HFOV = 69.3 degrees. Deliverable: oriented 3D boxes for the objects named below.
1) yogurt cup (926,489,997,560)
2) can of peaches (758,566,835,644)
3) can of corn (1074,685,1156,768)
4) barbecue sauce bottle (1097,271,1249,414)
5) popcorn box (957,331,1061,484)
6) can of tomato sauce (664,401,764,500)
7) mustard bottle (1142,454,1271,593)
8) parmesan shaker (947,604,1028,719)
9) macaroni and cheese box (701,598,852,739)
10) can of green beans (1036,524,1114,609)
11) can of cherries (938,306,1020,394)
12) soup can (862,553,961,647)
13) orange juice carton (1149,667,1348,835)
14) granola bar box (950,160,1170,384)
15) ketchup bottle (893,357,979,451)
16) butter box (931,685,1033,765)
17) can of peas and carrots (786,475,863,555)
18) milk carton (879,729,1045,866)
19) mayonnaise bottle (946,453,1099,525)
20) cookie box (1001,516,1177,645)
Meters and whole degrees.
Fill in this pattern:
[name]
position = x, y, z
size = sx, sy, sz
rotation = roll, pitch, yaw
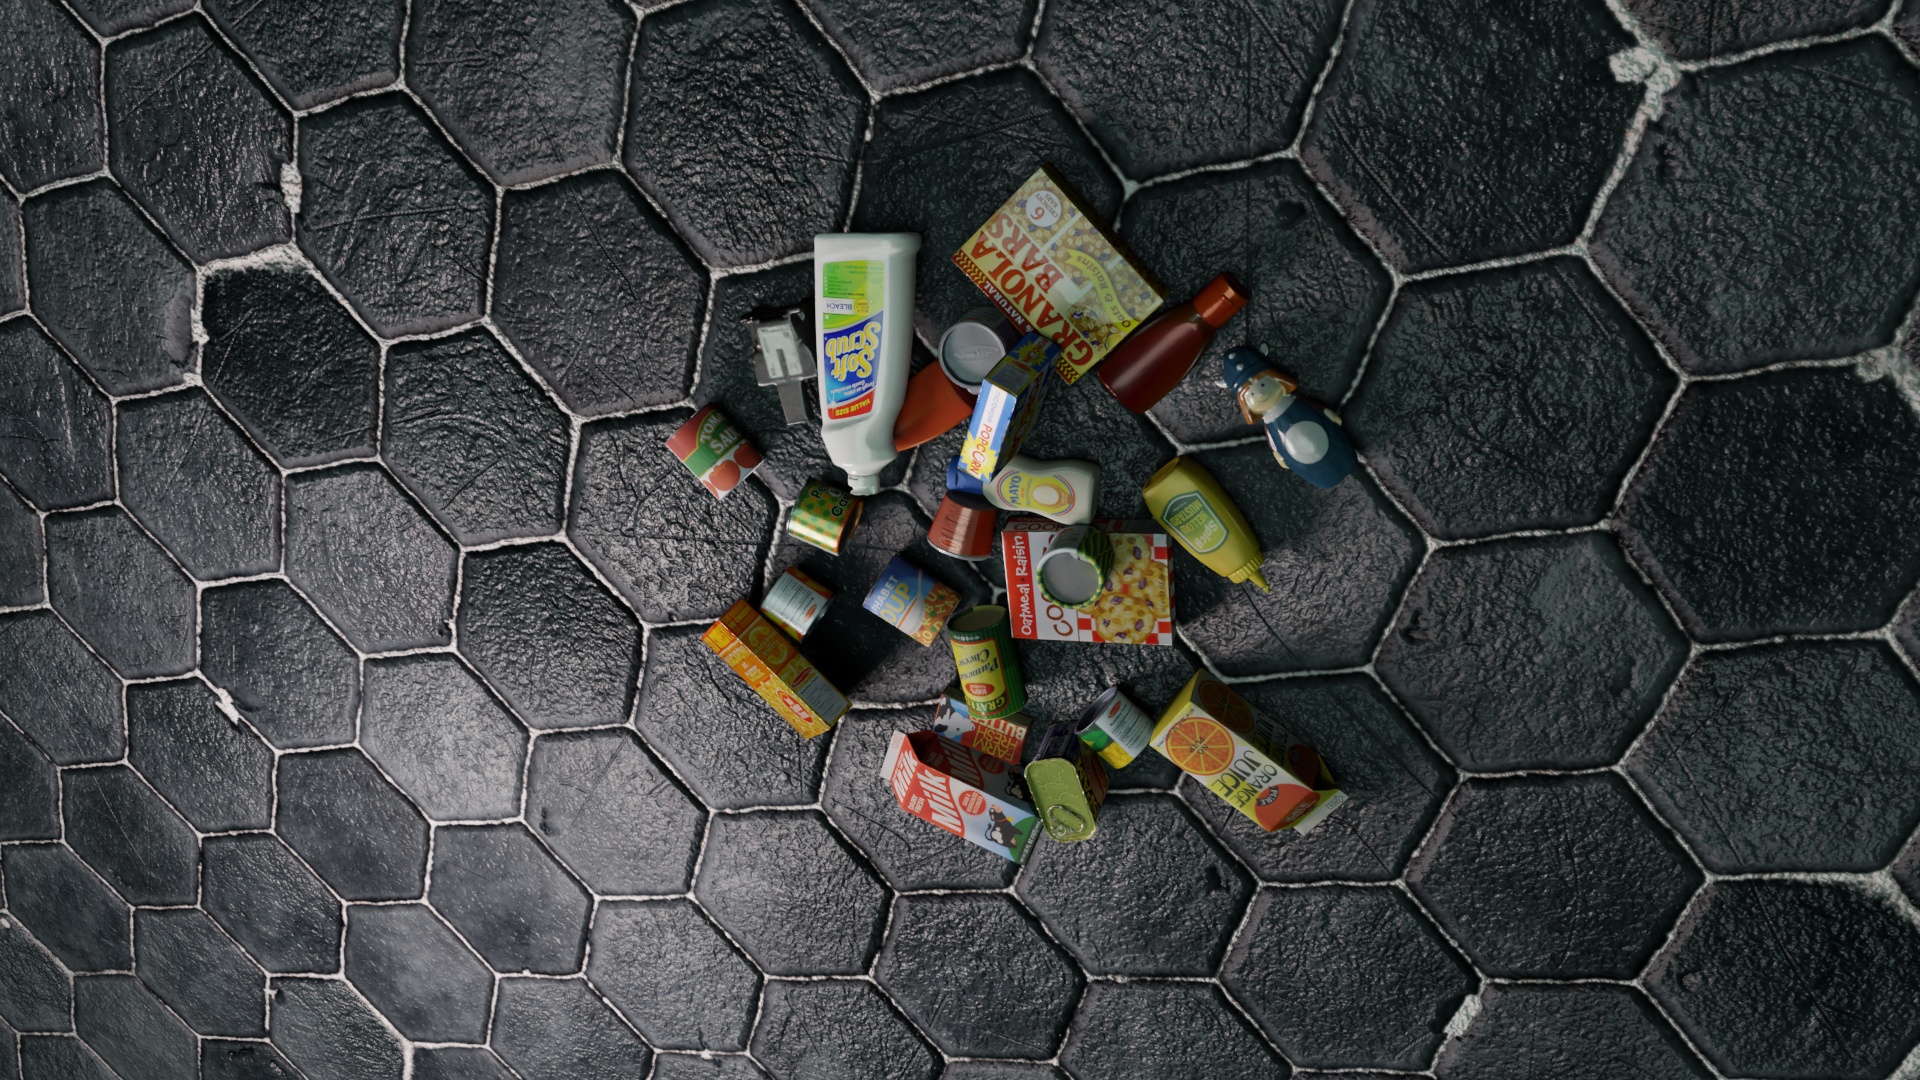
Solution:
[yogurt cup]
position = 0.005, -0.018, 1.402
size = 0.072, 0.072, 0.053
rotation = 20, 110, 10
[can of peaches]
position = -0.177, 0.070, 1.504
size = 0.058, 0.071, 0.071
rotation = 33, 120, 2
[can of corn]
position = 0.161, 0.195, 1.446
size = 0.058, 0.071, 0.071
rotation = 42, 120, -4
[barbecue sauce bottle]
position = 0.197, -0.183, 1.271
size = 0.065, 0.044, 0.148
rotation = 42, 119, -11
[popcorn box]
position = 0.045, -0.124, 1.302
size = 0.038, 0.085, 0.126
rotation = 31, 141, 11
[can of tomato sauce]
position = -0.256, -0.094, 1.453
size = 0.071, 0.071, 0.083
rotation = -39, 98, 29
[mustard bottle]
position = 0.246, -0.008, 1.331
size = 0.160, 0.049, 0.065
rotation = 46, 121, -5
[parmesan shaker]
position = 0.026, 0.127, 1.459
size = 0.071, 0.071, 0.102
rotation = -6, 111, 21
[macaroni and cheese box]
position = -0.203, 0.142, 1.525
size = 0.166, 0.040, 0.123
rotation = 45, 157, -4
[can of green beans]
position = 0.111, 0.026, 1.341
size = 0.071, 0.058, 0.071
rotation = 7, 115, 15
[can of cherries]
position = 0.019, -0.182, 1.324
size = 0.071, 0.059, 0.071
rotation = 7, 116, 15
[soup can]
position = -0.051, 0.064, 1.453
size = 0.084, 0.072, 0.071
rotation = 32, 120, 2
[orange juice carton]
position = 0.294, 0.223, 1.407
size = 0.193, 0.073, 0.071
rotation = 36, 120, 0
[granola bar box]
position = 0.092, -0.245, 1.281
size = 0.165, 0.039, 0.123
rotation = 46, 120, -5
[ketchup bottle]
position = -0.053, -0.121, 1.385
size = 0.148, 0.044, 0.064
rotation = -32, 94, 28
[butter box]
position = 0.024, 0.202, 1.518
size = 0.103, 0.024, 0.053
rotation = 20, 118, 9
[can of peas and carrots]
position = -0.139, -0.027, 1.445
size = 0.059, 0.071, 0.070
rotation = 23, 119, 7
[milk carton]
position = 0.005, 0.273, 1.529
size = 0.191, 0.074, 0.072
rotation = 23, 119, 8
[mayonnaise bottle]
position = 0.062, -0.056, 1.377
size = 0.148, 0.041, 0.064
rotation = 10, 118, 14
[cookie box]
position = 0.130, 0.040, 1.399
size = 0.167, 0.040, 0.122
rotation = 1, 114, 17
